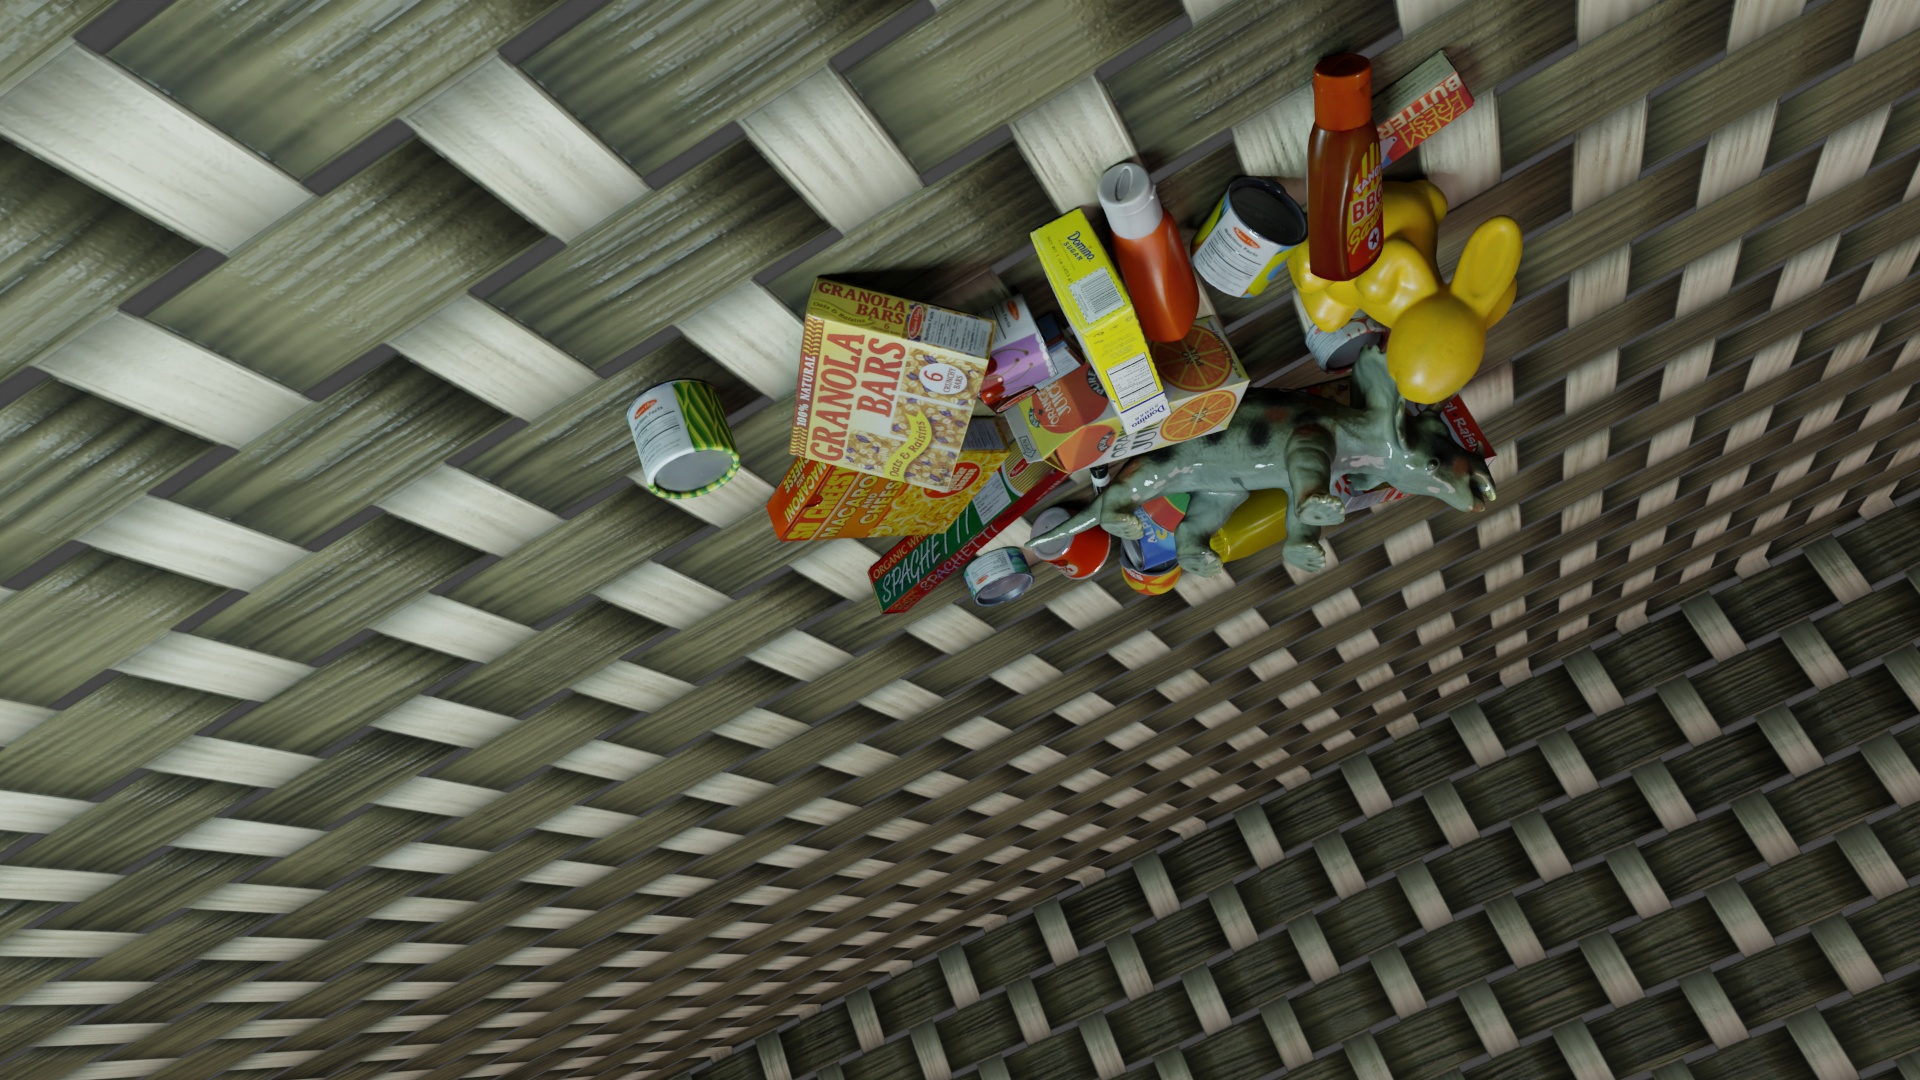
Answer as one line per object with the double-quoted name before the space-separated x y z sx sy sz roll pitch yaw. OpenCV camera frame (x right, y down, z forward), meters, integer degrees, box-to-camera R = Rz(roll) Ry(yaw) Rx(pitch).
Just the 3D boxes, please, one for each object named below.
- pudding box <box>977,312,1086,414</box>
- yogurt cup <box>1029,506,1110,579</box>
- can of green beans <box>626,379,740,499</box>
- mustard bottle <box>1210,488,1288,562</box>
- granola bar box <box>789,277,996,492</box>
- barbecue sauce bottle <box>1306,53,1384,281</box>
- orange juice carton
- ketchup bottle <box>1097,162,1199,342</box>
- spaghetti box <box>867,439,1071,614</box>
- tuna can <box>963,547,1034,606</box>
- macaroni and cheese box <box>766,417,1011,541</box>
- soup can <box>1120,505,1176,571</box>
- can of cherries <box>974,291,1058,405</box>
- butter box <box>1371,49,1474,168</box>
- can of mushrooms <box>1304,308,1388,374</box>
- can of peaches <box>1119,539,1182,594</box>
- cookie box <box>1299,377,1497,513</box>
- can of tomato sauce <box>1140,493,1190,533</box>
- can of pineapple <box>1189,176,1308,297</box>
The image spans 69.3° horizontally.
"pudding box" 0.049 -0.136 1.076 0.083 0.030 0.049 -30 155 15
"yogurt cup" 0.105 0.000 1.358 0.072 0.072 0.054 -36 144 27
"can of green beans" -0.193 -0.070 0.969 0.071 0.058 0.071 -19 155 -9
"mustard bottle" 0.274 -0.013 1.368 0.161 0.049 0.065 -23 148 -27
"granola bar box" -0.052 -0.106 0.977 0.124 0.039 0.164 13 148 -4
"barbecue sauce bottle" 0.261 -0.254 0.946 0.065 0.044 0.147 -44 138 -29
"orange juice carton" 0.129 -0.115 1.137 0.193 0.072 0.072 -16 154 -15
"ketchup bottle" 0.133 -0.204 0.978 0.043 0.065 0.148 2 155 23
"spaghetti box" 0.004 -0.016 1.256 0.029 0.050 0.249 7 142 -45
"tuna can" 0.040 0.038 1.413 0.071 0.033 0.070 -19 155 -9
"macaroni and cheese box" -0.059 -0.050 1.144 0.167 0.040 0.123 -4 148 -36
"soup can" 0.210 -0.015 1.414 0.084 0.071 0.071 -20 155 -7
"can of cherries" 0.032 -0.137 1.013 0.058 0.072 0.071 -25 155 4
"butter box" 0.307 -0.296 0.982 0.103 0.024 0.053 -34 153 22
"can of mushrooms" 0.346 -0.180 1.237 0.071 0.033 0.070 -19 154 -9
"can of peaches" 0.201 0.019 1.474 0.071 0.071 0.058 -22 156 -3
"cookie box" 0.413 -0.103 1.341 0.168 0.123 0.040 -15 155 -17
"can of tomato sauce" 0.223 -0.055 1.339 0.071 0.071 0.082 0 146 -40
"can of pineapple" 0.208 -0.219 1.003 0.071 0.071 0.057 -7 152 -30
